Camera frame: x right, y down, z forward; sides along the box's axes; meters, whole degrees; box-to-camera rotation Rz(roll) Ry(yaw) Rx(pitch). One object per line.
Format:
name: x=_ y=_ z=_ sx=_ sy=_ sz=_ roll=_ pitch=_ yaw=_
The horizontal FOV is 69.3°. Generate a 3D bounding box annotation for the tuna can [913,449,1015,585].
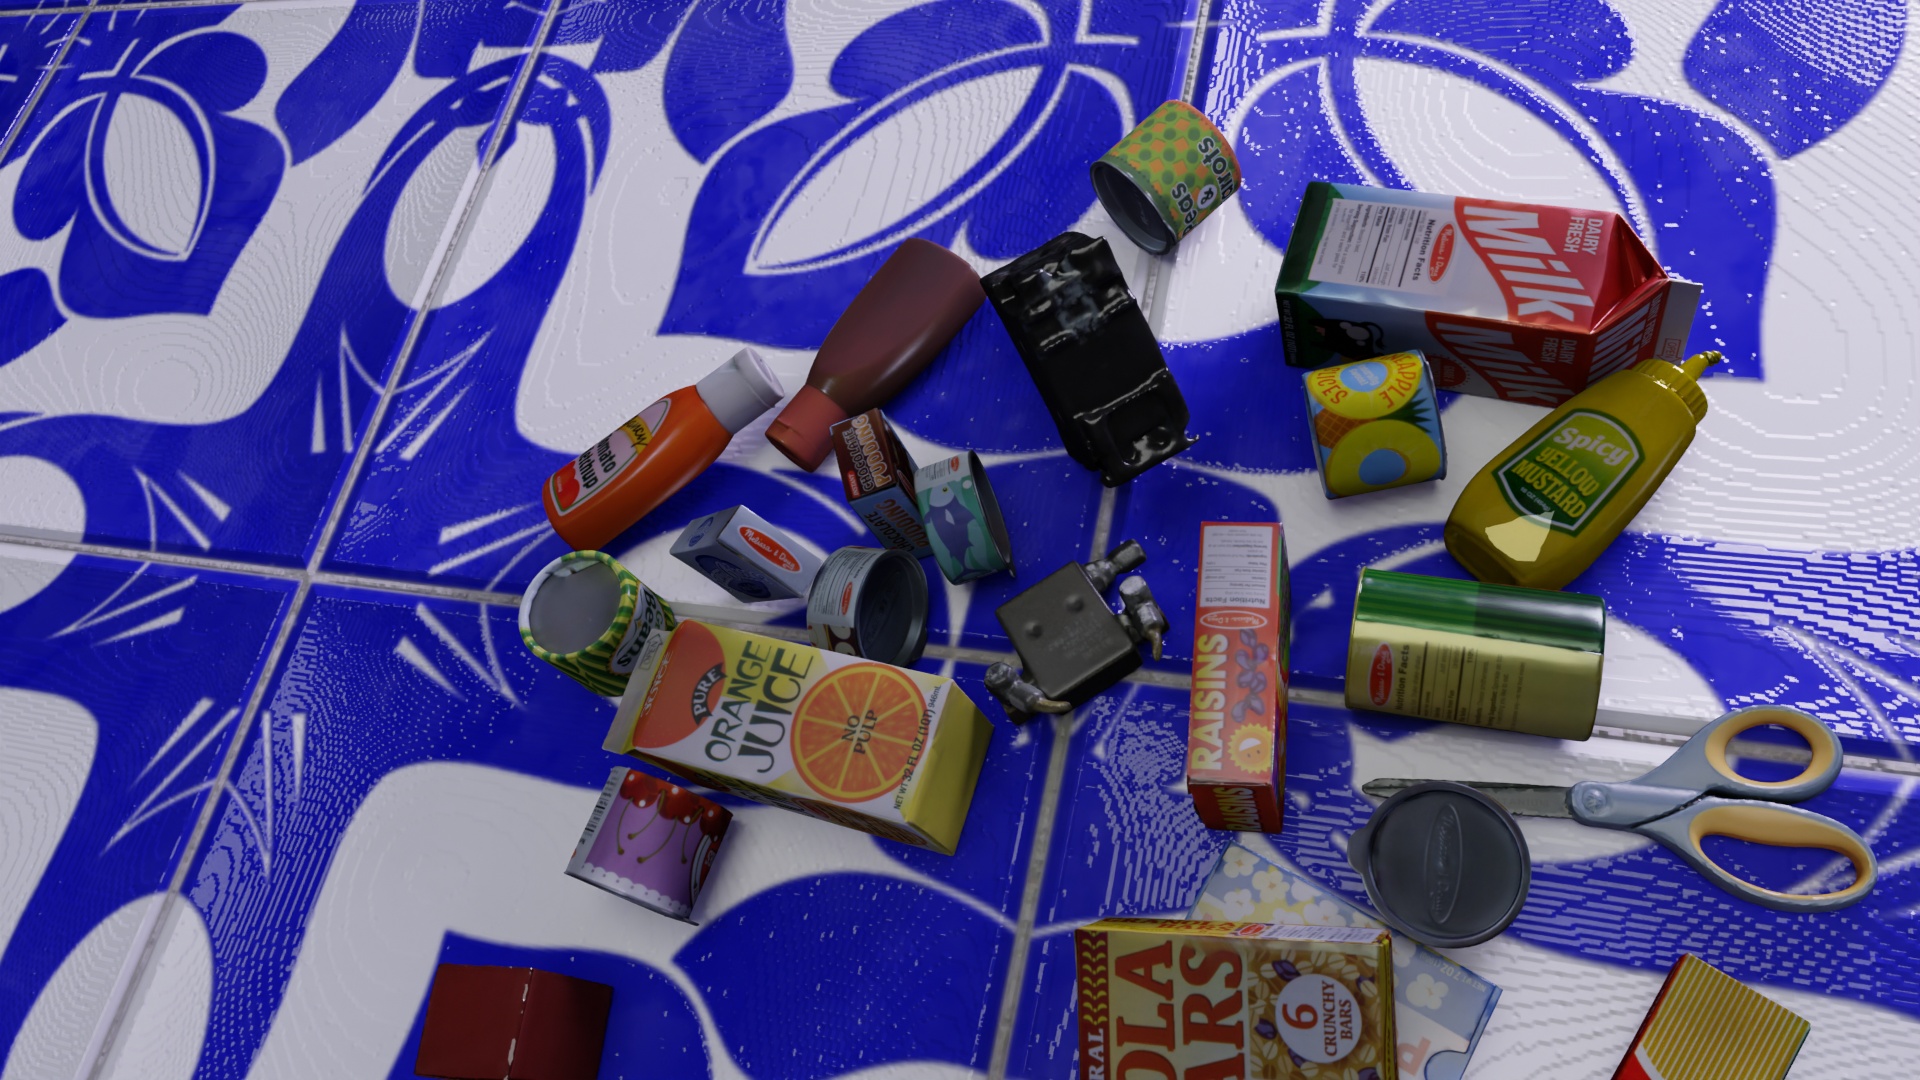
tuna can: x=0.003 y=-0.009 z=0.728 sx=0.033 sy=0.071 sz=0.071 roll=-19 pitch=61 yaw=9

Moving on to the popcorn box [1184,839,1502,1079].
popcorn box: x=0.151 y=0.197 z=0.594 sx=0.127 sy=0.038 sz=0.085 roll=26 pitch=74 yaw=26

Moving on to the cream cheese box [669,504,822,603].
cream cheese box: x=-0.114 y=0.009 z=0.729 sx=0.024 sy=0.053 sz=0.103 roll=-59 pitch=19 yaw=-17

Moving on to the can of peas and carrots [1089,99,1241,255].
can of peas and carrots: x=0.118 y=-0.205 z=0.786 sx=0.059 sy=0.070 sz=0.071 roll=-42 pitch=60 yaw=-6

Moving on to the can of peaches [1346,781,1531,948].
can of peaches: x=0.204 y=0.135 z=0.589 sx=0.071 sy=0.058 sz=0.071 roll=-4 pitch=79 yaw=22

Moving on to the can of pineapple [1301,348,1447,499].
can of pineapple: x=0.203 y=-0.058 z=0.686 sx=0.058 sy=0.070 sz=0.071 roll=-11 pitch=62 yaw=12

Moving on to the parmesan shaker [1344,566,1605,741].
parmesan shaker: x=0.230 y=0.053 z=0.627 sx=0.103 sy=0.071 sz=0.071 roll=7 pitch=67 yaw=20

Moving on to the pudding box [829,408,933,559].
pudding box: x=-0.038 y=-0.027 z=0.737 sx=0.030 sy=0.083 sz=0.050 roll=-20 pitch=61 yaw=8

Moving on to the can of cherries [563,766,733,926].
can of cherries: x=-0.153 y=0.153 z=0.695 sx=0.071 sy=0.071 sz=0.058 roll=13 pitch=69 yaw=23

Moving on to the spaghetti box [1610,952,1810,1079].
spaghetti box: x=0.242 y=0.278 z=0.531 sx=0.050 sy=0.028 sz=0.250 roll=30 pitch=76 yaw=28

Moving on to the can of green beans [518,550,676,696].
can of green beans: x=-0.199 y=0.046 z=0.765 sx=0.071 sy=0.057 sz=0.071 roll=-7 pitch=63 yaw=14

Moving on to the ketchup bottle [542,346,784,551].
ketchup bottle: x=-0.171 y=-0.054 z=0.803 sx=0.149 sy=0.043 sz=0.065 roll=-35 pitch=38 yaw=5

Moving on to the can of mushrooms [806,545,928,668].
can of mushrooms: x=-0.047 y=0.037 z=0.718 sx=0.033 sy=0.071 sz=0.071 roll=5 pitch=66 yaw=31

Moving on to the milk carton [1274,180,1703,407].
milk carton: x=0.263 y=-0.121 z=0.698 sx=0.190 sy=0.072 sz=0.073 roll=12 pitch=69 yaw=23

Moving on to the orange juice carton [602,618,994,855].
orange juice carton: x=-0.090 y=0.094 z=0.699 sx=0.193 sy=0.073 sz=0.072 roll=11 pitch=69 yaw=22

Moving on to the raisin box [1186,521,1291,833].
raisin box: x=0.129 y=0.064 z=0.639 sx=0.040 sy=0.086 sz=0.124 roll=0 pitch=65 yaw=16

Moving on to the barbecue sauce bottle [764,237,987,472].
barbecue sauce bottle: x=-0.052 y=-0.106 z=0.804 sx=0.065 sy=0.043 sz=0.149 roll=32 pitch=78 yaw=37

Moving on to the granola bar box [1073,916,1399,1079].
granola bar box: x=0.110 y=0.238 z=0.550 sx=0.124 sy=0.039 sz=0.165 roll=-5 pitch=80 yaw=25

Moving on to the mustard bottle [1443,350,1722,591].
mustard bottle: x=0.303 y=-0.041 z=0.658 sx=0.160 sy=0.048 sz=0.065 roll=-43 pitch=63 yaw=-6
